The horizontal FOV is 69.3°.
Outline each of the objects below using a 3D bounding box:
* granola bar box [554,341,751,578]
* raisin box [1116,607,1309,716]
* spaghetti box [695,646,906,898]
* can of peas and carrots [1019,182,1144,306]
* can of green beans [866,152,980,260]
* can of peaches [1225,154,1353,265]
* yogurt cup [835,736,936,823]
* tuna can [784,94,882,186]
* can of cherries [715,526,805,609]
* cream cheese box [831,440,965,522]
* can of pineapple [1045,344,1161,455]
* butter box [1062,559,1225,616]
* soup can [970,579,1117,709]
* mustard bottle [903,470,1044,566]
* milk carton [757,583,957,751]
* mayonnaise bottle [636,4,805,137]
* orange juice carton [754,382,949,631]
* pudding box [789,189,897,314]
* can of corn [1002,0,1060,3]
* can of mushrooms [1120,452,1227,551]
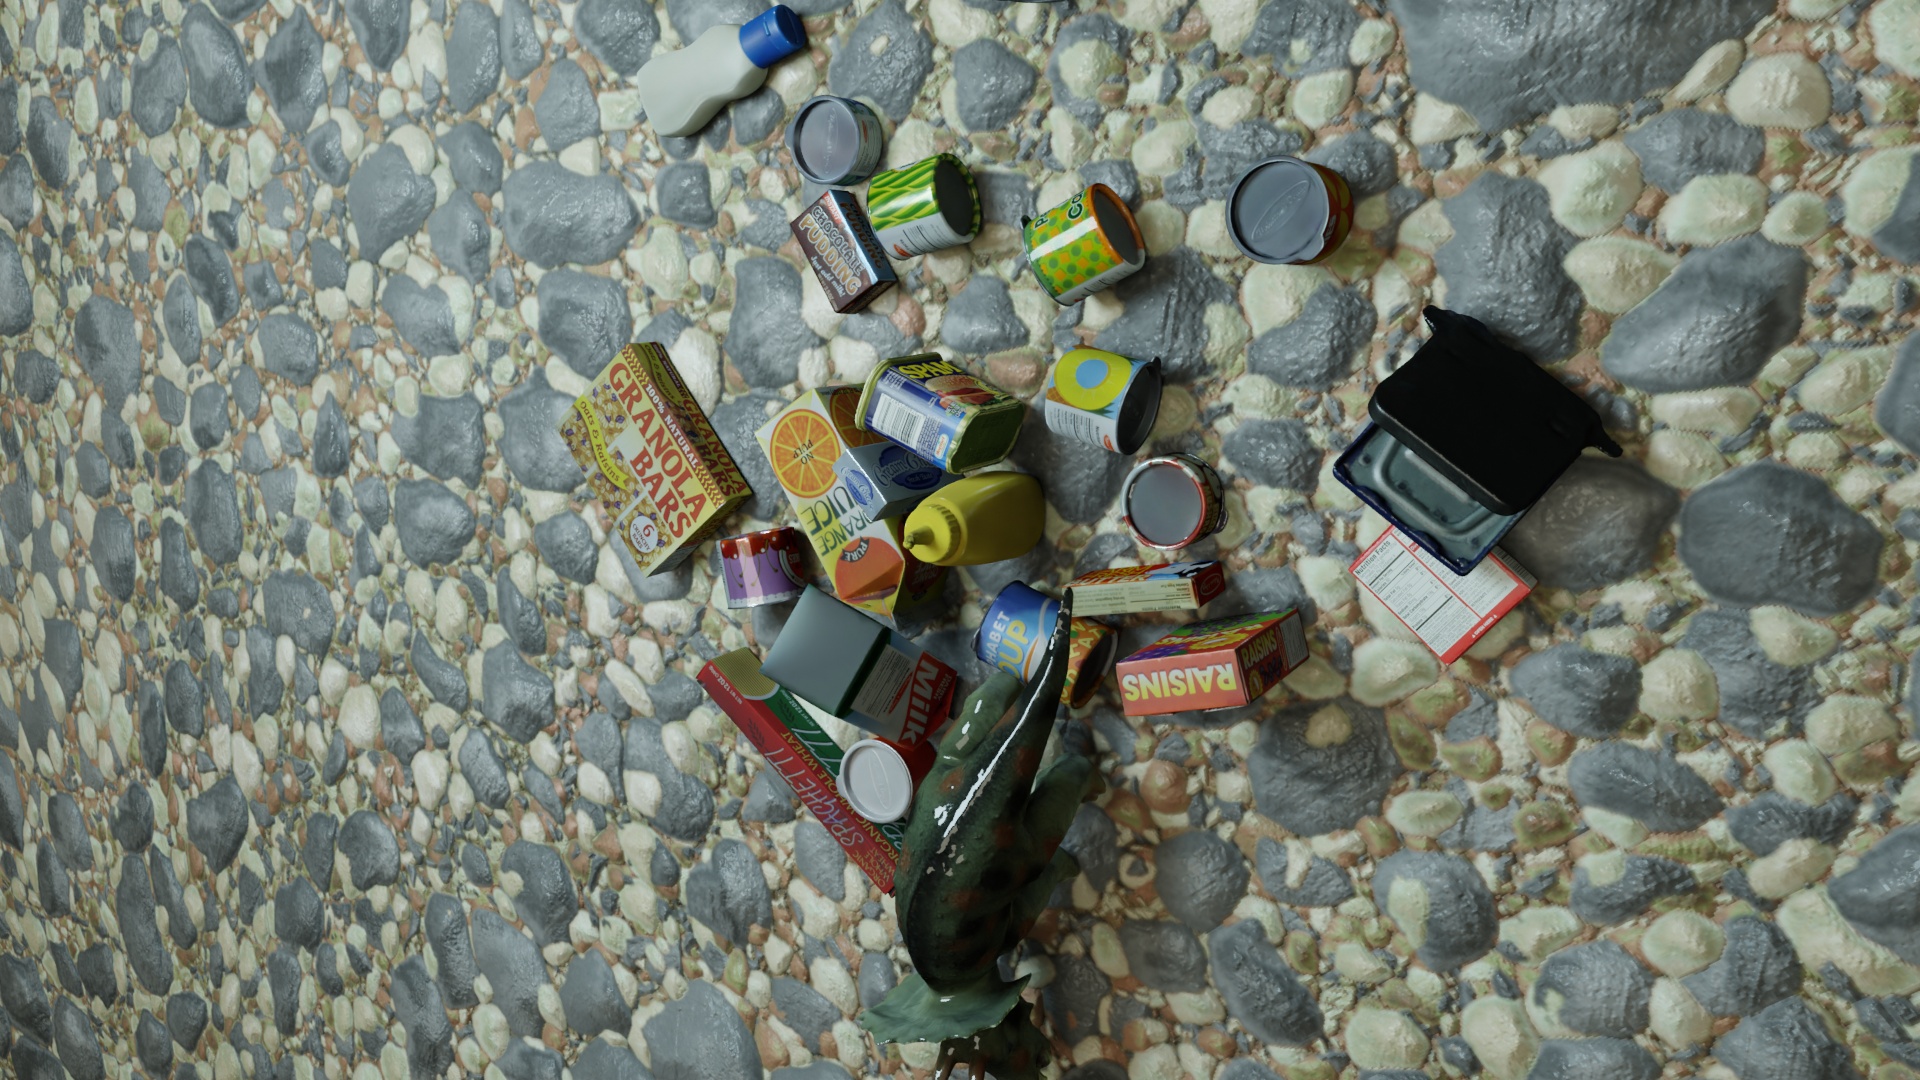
[{"bbox_3d":[-0.267,-0.070,1.204,0.123,0.039,0.166,-39,78,31],"label":"granola bar box"},{"bbox_3d":[0.167,0.080,0.915,0.086,0.124,0.040,-10,93,32],"label":"raisin box"},{"bbox_3d":[-0.121,0.188,1.155,0.250,0.050,0.028,45,120,17],"label":"spaghetti box"},{"bbox_3d":[0.083,-0.204,0.948,0.058,0.071,0.071,-24,86,32],"label":"can of peas and carrots"},{"bbox_3d":[-0.026,-0.243,1.009,0.057,0.071,0.071,-9,94,32],"label":"can of green beans"},{"bbox_3d":[0.210,-0.205,0.877,0.071,0.058,0.071,6,102,30],"label":"can of peaches"},{"bbox_3d":[-0.054,0.185,1.110,0.072,0.054,0.072,6,102,30],"label":"yogurt cup"},{"bbox_3d":[-0.097,-0.305,1.061,0.071,0.033,0.071,6,102,30],"label":"tuna can"},{"bbox_3d":[-0.161,0.022,1.141,0.071,0.072,0.058,-8,94,32],"label":"can of cherries"},{"bbox_3d":[-0.044,-0.048,1.033,0.053,0.104,0.024,52,124,14],"label":"cream cheese box"},{"bbox_3d":[0.100,-0.099,0.960,0.058,0.071,0.070,20,109,27],"label":"can of pineapple"},{"bbox_3d":[0.127,0.034,0.973,0.103,0.053,0.024,-6,99,33],"label":"butter box"},{"bbox_3d":[0.061,0.077,1.010,0.084,0.071,0.071,26,112,25],"label":"soup can"},{"bbox_3d":[0.003,-0.012,0.977,0.049,0.161,0.065,4,100,32],"label":"mustard bottle"},{"bbox_3d":[-0.065,0.102,1.034,0.072,0.190,0.073,26,83,26],"label":"milk carton"},{"bbox_3d":[-0.190,-0.375,1.102,0.148,0.041,0.064,-17,91,31],"label":"mayonnaise bottle"},{"bbox_3d":[-0.072,-0.022,1.074,0.072,0.072,0.193,-33,81,32],"label":"orange juice carton"},{"bbox_3d":[-0.090,-0.223,1.073,0.049,0.030,0.084,-31,82,31],"label":"pudding box"},{"bbox_3d":[0.054,-0.398,0.932,0.071,0.071,0.058,1,99,31],"label":"can of corn"},{"bbox_3d":[0.148,-0.026,0.961,0.071,0.033,0.071,6,101,31],"label":"can of mushrooms"}]
